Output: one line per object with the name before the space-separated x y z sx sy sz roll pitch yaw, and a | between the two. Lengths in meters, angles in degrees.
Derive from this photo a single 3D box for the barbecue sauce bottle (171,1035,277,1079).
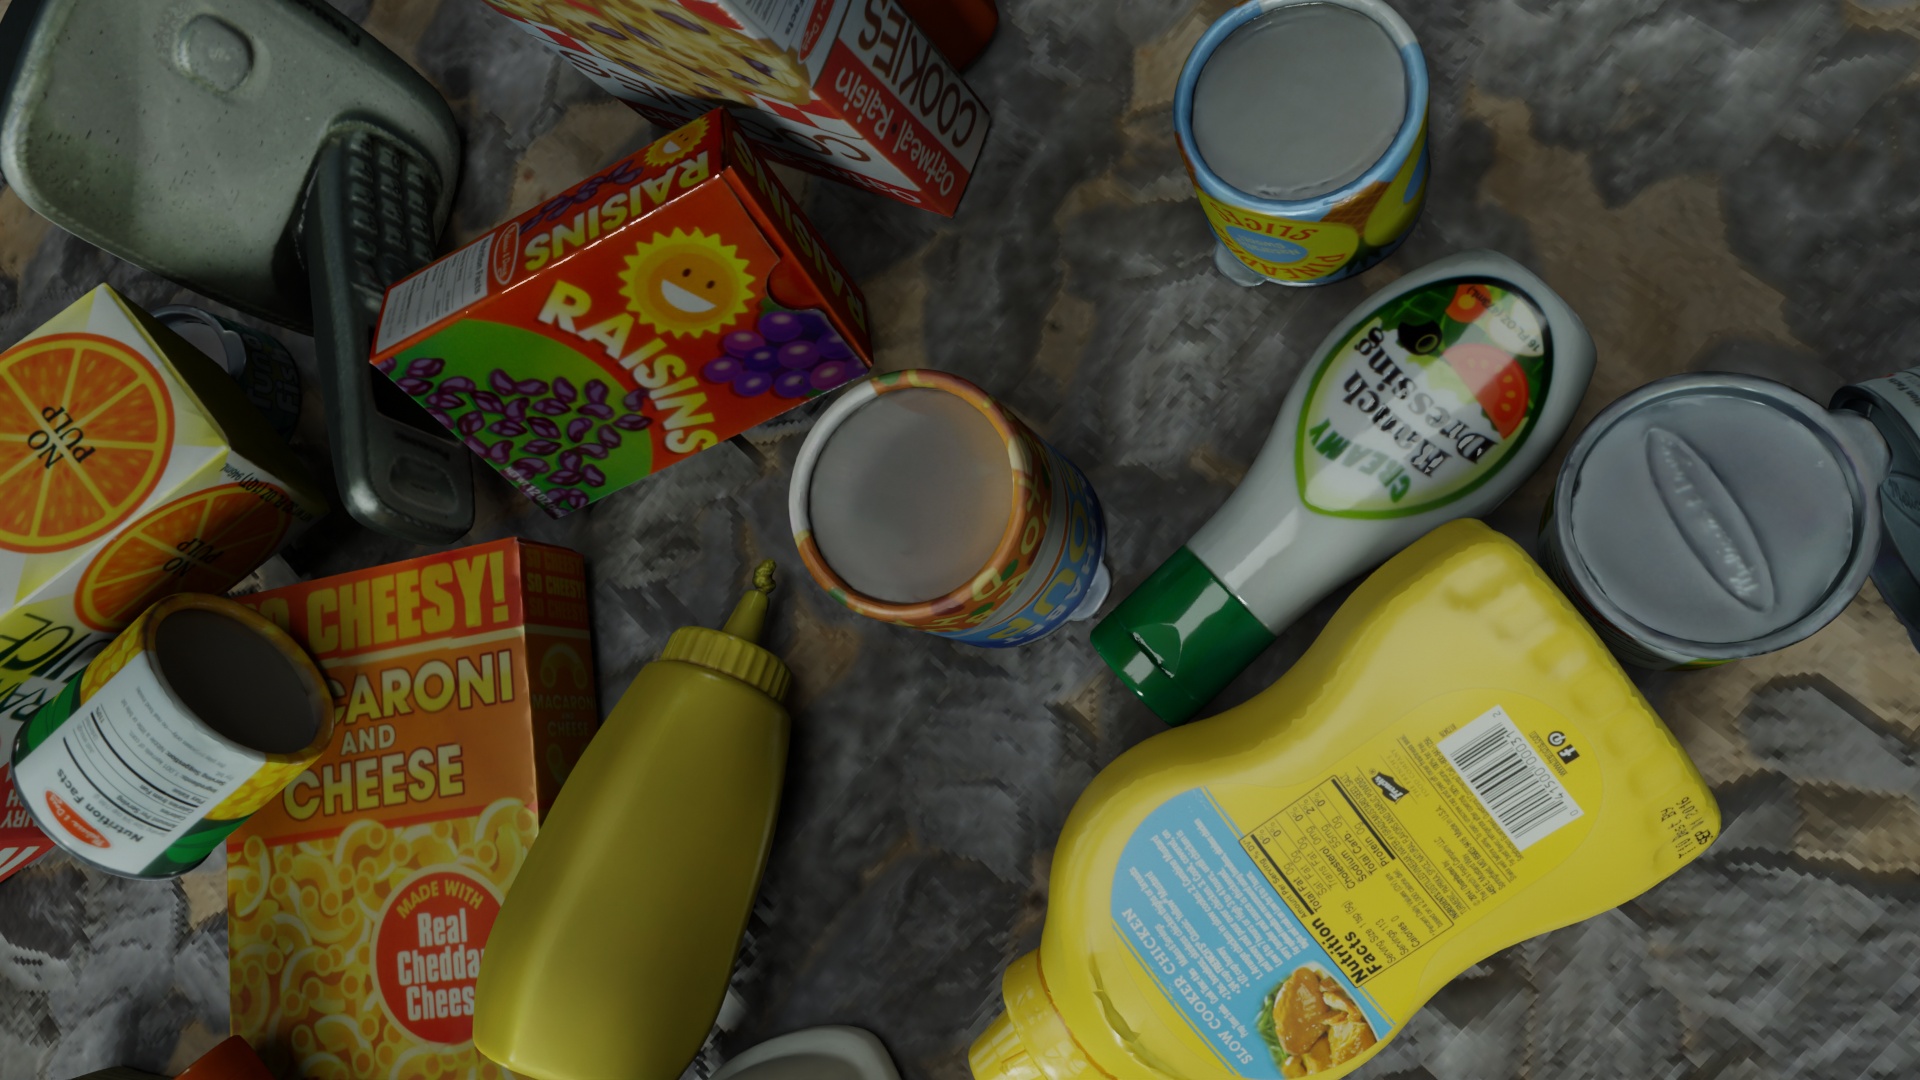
barbecue sauce bottle | -0.183 0.215 0.409 0.064 0.044 0.148 -40 90 18

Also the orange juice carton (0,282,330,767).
orange juice carton | -0.308 0.016 0.430 0.193 0.071 0.073 -41 79 -10

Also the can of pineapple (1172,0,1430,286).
can of pineapple | 0.095 -0.109 0.385 0.071 0.058 0.071 -3 81 18

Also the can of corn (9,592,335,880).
can of corn | -0.236 0.057 0.423 0.058 0.071 0.071 -39 71 10

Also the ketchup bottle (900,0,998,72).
ketchup bottle | -0.038 -0.187 0.394 0.043 0.149 0.065 -46 71 9

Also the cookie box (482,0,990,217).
cookie box | -0.075 -0.150 0.391 0.123 0.167 0.040 23 92 20

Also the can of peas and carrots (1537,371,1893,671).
can of peas and carrots | 0.180 -0.003 0.338 0.071 0.058 0.071 -3 80 18

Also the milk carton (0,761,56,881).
milk carton | -0.372 0.051 0.509 0.073 0.072 0.190 8 83 20

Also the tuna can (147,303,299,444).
tuna can | -0.281 -0.053 0.515 0.071 0.033 0.071 -3 80 18

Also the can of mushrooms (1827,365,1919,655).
can of mushrooms | 0.231 -0.007 0.319 0.033 0.071 0.071 -18 76 15

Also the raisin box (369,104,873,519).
raisin box | -0.100 -0.065 0.425 0.123 0.086 0.040 -24 46 14

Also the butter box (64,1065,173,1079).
butter box | -0.261 0.213 0.469 0.103 0.024 0.053 1 81 18

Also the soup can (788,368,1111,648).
soup can | 0.001 -0.005 0.385 0.071 0.084 0.071 -3 81 18

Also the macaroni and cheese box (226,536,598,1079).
macaroni and cheese box | -0.178 0.092 0.453 0.123 0.040 0.166 -11 78 17

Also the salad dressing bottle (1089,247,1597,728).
salad dressing bottle | 0.100 -0.011 0.374 0.147 0.044 0.064 -45 73 7

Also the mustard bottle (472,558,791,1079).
mustard bottle | -0.084 0.078 0.410 0.048 0.065 0.161 -12 52 52
